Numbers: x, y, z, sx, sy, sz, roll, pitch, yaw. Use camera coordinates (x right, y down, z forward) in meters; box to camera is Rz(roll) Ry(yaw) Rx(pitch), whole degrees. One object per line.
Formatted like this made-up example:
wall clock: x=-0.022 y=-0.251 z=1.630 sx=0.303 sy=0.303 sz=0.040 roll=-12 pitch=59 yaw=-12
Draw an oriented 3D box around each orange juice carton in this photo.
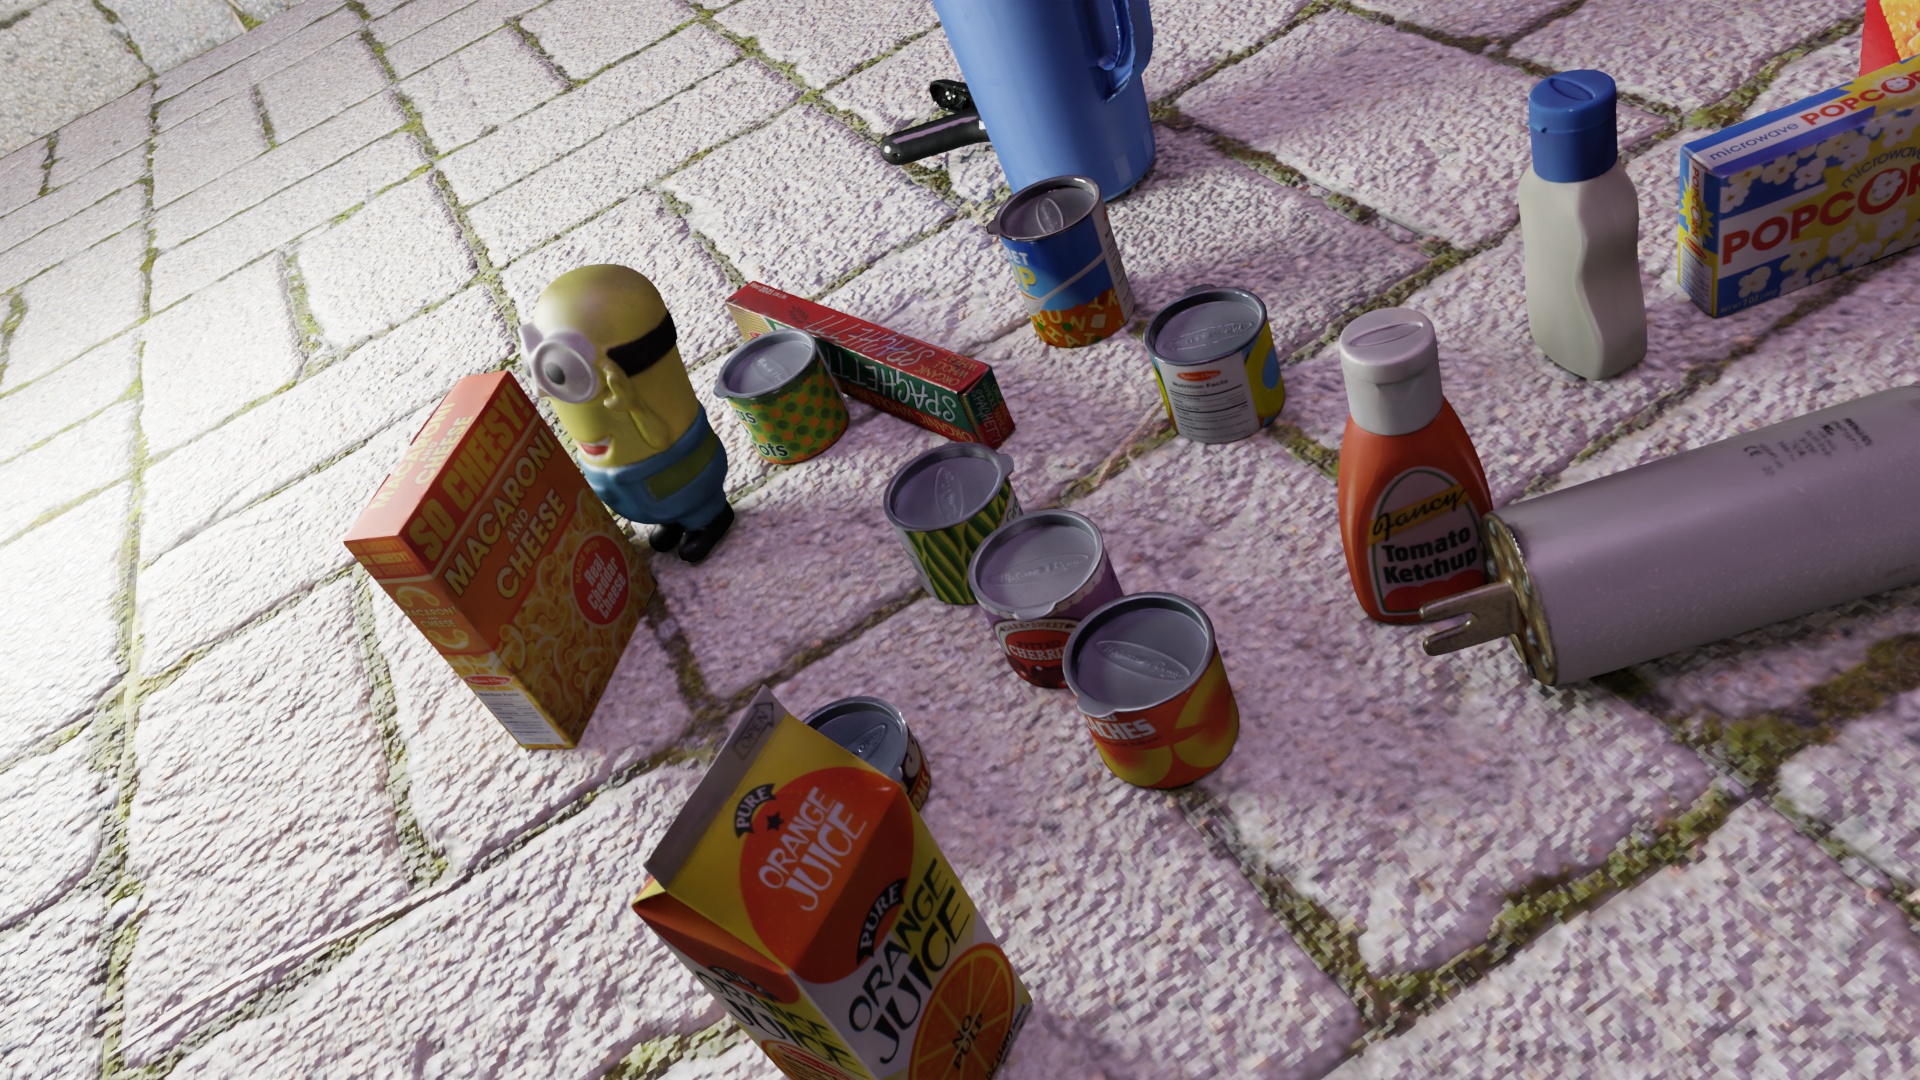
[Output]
orange juice carton: x=-0.047 y=0.137 z=0.489 sx=0.073 sy=0.191 sz=0.072 roll=9 pitch=50 yaw=34

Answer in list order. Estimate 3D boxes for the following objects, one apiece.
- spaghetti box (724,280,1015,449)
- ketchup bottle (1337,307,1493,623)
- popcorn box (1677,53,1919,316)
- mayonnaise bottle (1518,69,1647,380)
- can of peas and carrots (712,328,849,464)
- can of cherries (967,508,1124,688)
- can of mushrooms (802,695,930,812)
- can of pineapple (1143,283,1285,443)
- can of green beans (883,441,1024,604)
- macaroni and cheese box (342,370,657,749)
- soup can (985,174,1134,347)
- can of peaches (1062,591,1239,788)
spaghetti box: x=-0.063 y=-0.114 z=0.880 sx=0.029 sy=0.050 sz=0.250 roll=-43 pitch=43 yaw=-20
ketchup bottle: x=0.188 y=-0.029 z=0.585 sx=0.064 sy=0.148 sz=0.044 roll=-15 pitch=41 yaw=12
popcorn box: x=0.417 y=-0.171 z=0.674 sx=0.127 sy=0.085 sz=0.038 roll=-21 pitch=40 yaw=5
mayonnaise bottle: x=0.295 y=-0.149 z=0.662 sx=0.041 sy=0.147 sz=0.065 roll=-26 pitch=40 yaw=-1
can of peas and carrots: x=-0.112 y=-0.089 z=0.870 sx=0.071 sy=0.058 sz=0.071 roll=-14 pitch=41 yaw=13
can of cherries: x=0.043 y=0.030 z=0.664 sx=0.071 sy=0.058 sz=0.072 roll=-14 pitch=41 yaw=13
can of mushrooms: x=-0.048 y=0.109 z=0.644 sx=0.071 sy=0.033 sz=0.071 roll=-14 pitch=41 yaw=13
can of pineapple: x=0.139 y=-0.096 z=0.753 sx=0.071 sy=0.057 sz=0.071 roll=-14 pitch=41 yaw=13
can of green beans: x=0.000 y=-0.009 z=0.728 sx=0.071 sy=0.057 sz=0.071 roll=-14 pitch=41 yaw=13
macaroni and cheese box: x=-0.237 y=0.013 z=0.740 sx=0.040 sy=0.165 sz=0.124 roll=-5 pitch=44 yaw=23
soup can: x=0.062 y=-0.169 z=0.851 sx=0.071 sy=0.083 sz=0.072 roll=-14 pitch=41 yaw=13
can of peaches: x=0.082 y=0.067 z=0.604 sx=0.071 sy=0.057 sz=0.071 roll=-14 pitch=41 yaw=13
